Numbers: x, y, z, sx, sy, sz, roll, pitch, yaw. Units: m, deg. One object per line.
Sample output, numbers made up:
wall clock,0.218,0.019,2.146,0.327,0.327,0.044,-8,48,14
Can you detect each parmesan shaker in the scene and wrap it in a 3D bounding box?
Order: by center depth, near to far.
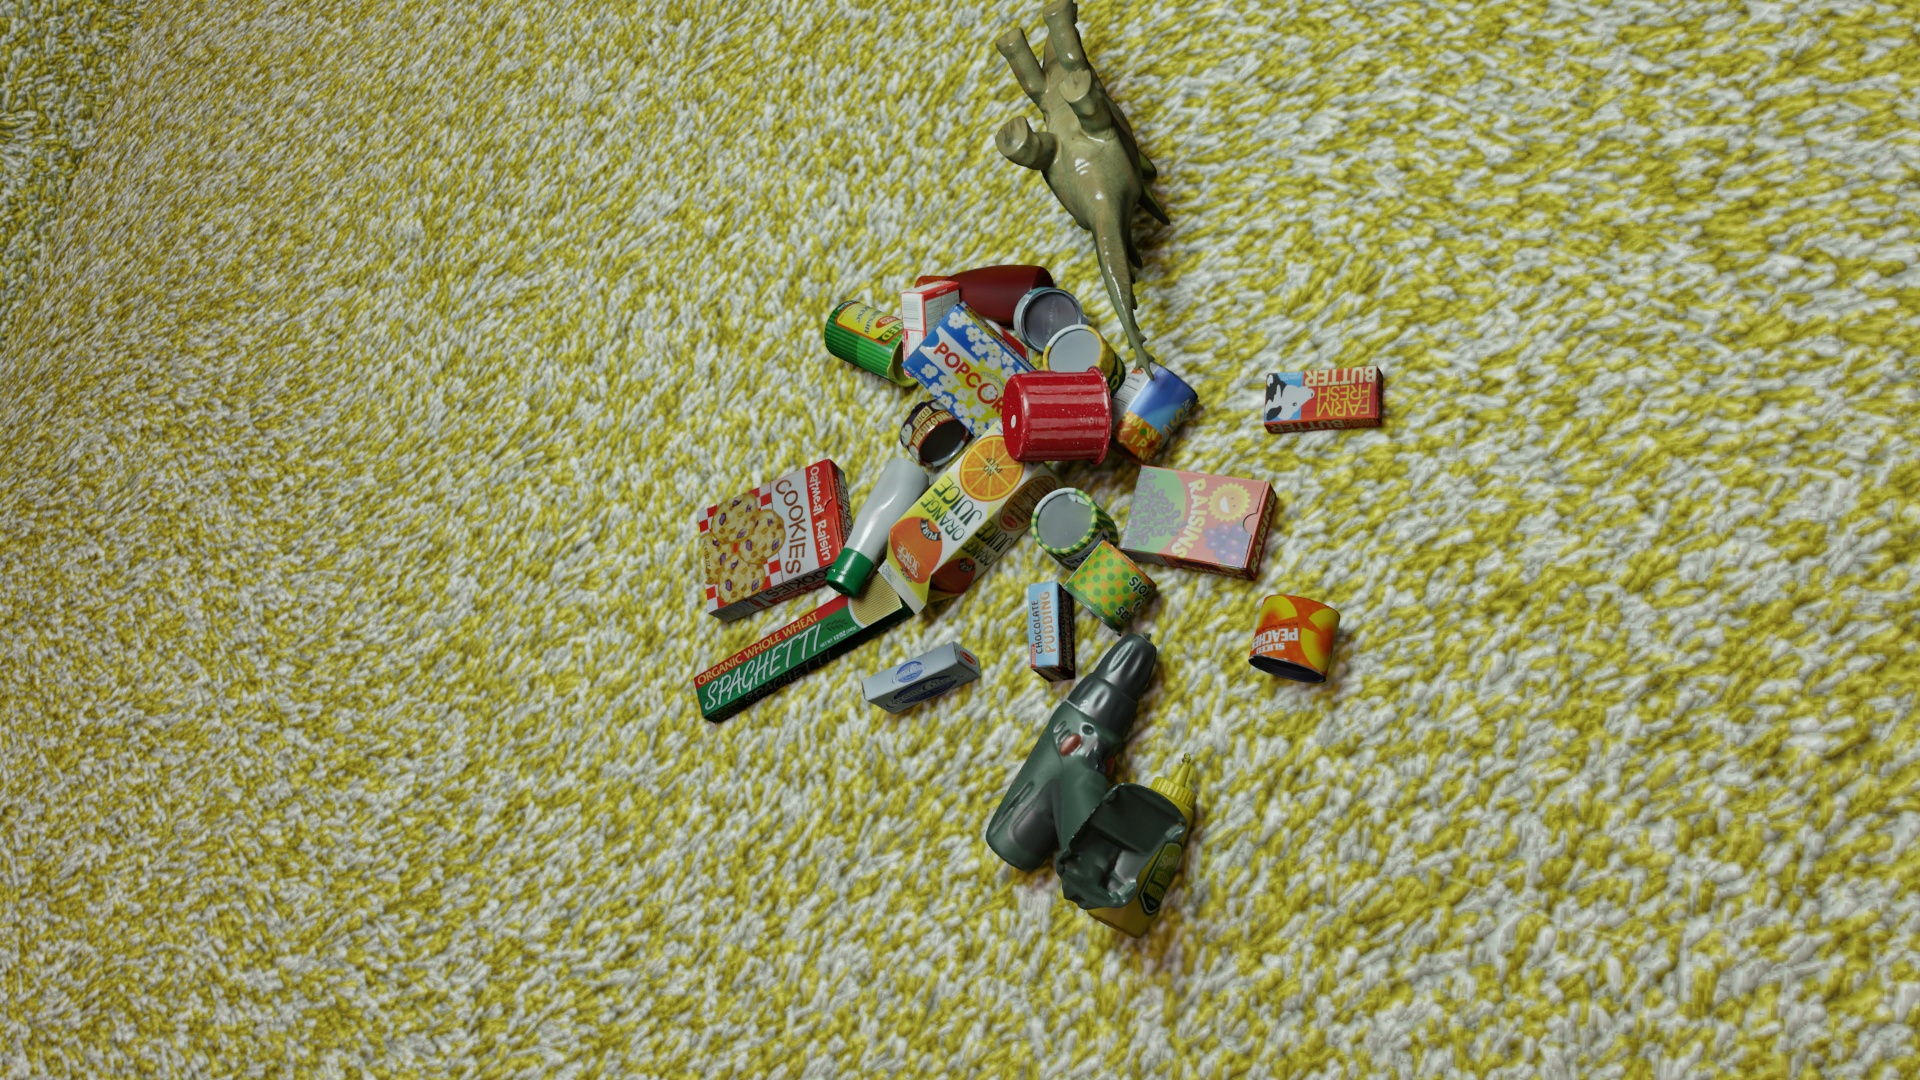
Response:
parmesan shaker,-0.090,-0.210,1.481,0.103,0.071,0.071,27,84,33

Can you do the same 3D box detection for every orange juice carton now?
orange juice carton,0.005,-0.017,1.351,0.192,0.073,0.072,-45,59,5

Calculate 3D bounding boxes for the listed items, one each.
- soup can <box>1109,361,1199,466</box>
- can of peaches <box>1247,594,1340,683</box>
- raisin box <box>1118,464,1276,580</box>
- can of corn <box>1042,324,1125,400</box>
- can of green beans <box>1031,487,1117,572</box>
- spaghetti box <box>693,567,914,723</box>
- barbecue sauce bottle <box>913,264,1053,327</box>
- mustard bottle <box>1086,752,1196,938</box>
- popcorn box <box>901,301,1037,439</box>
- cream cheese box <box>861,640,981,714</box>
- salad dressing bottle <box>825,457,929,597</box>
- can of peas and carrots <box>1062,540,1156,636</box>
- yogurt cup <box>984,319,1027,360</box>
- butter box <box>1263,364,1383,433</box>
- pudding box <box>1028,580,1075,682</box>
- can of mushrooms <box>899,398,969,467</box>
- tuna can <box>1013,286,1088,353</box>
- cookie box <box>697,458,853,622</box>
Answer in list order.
soup can,0.176,-0.118,1.312,0.071,0.071,0.084,34,89,33
can of peaches,0.280,0.082,1.170,0.071,0.071,0.058,10,74,30
raisin box,0.216,-0.017,1.263,0.123,0.040,0.086,10,74,29
can of corn,0.122,-0.169,1.362,0.071,0.058,0.071,-10,66,24
can of green beans,0.107,-0.009,1.305,0.071,0.057,0.071,-10,66,24
spaghetti box,-0.163,0.109,1.412,0.250,0.028,0.050,-29,58,14
barbecue sauce bottle,0.021,-0.259,1.461,0.148,0.043,0.065,8,79,30
mustard bottle,0.161,0.251,1.168,0.049,0.065,0.160,18,75,36
popcorn box,0.018,-0.162,1.372,0.126,0.038,0.085,43,113,-2
cream cheese box,-0.037,0.132,1.323,0.103,0.053,0.024,-24,59,17
salad dressing bottle,-0.085,-0.013,1.395,0.064,0.044,0.148,-6,50,59
can of peas and carrots,0.137,0.043,1.263,0.058,0.071,0.071,-50,57,1
yogurt cup,0.029,-0.190,1.422,0.072,0.054,0.072,-10,66,23
butter box,0.329,-0.128,1.259,0.103,0.024,0.053,-1,69,27
pudding box,0.084,0.084,1.283,0.030,0.049,0.084,-9,66,23
can of mushrooms,-0.027,-0.109,1.407,0.071,0.071,0.033,-44,59,5
tuna can,0.091,-0.221,1.396,0.071,0.071,0.033,-49,18,1
cookie box,-0.194,0.000,1.466,0.167,0.040,0.123,-21,62,18
